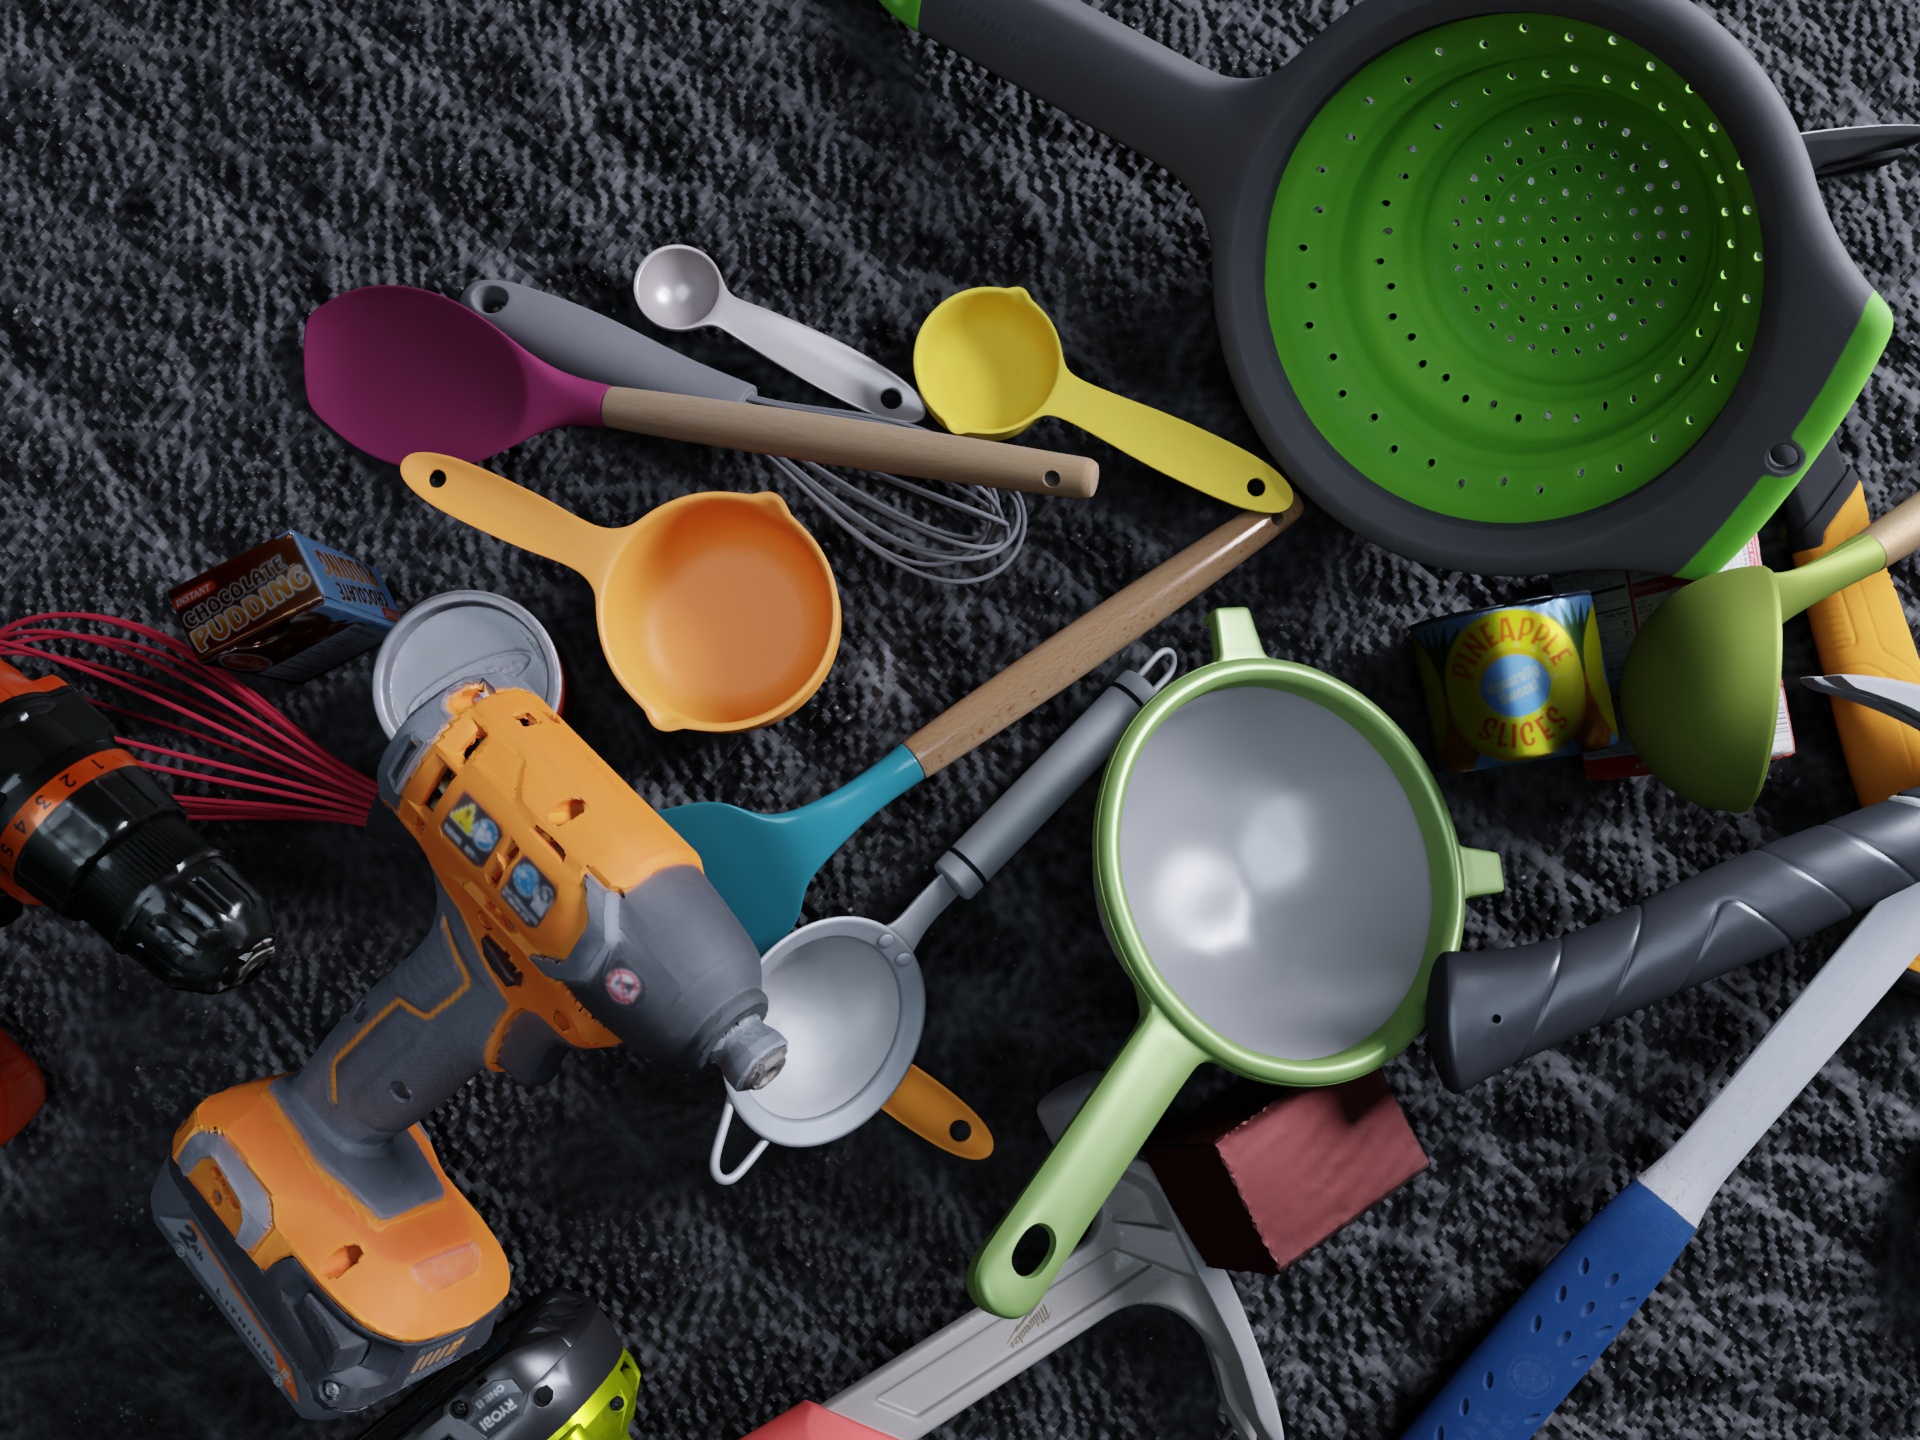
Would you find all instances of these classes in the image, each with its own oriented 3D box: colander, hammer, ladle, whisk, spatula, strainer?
[{"bbox_3d":[0.138,-0.207,0.589,0.397,0.204,0.094,36,42,18],"label":"colander"},{"bbox_3d":[0.347,0.032,0.534,0.409,0.036,0.149,-24,86,1],"label":"hammer"},{"bbox_3d":[0.340,-0.063,0.550,0.320,0.062,0.078,-27,132,-24],"label":"ladle"},{"bbox_3d":[-0.235,0.026,0.593,0.296,0.073,0.073,20,87,-4],"label":"whisk"},{"bbox_3d":[-0.001,-0.002,0.595,0.317,0.044,0.082,-34,105,-13],"label":"spatula"},{"bbox_3d":[-0.006,0.063,0.592,0.258,0.050,0.086,-45,125,-12],"label":"strainer"},{"bbox_3d":[0.345,-0.059,0.610,0.127,0.034,0.337,-14,87,0],"label":"hammer"},{"bbox_3d":[0.258,0.162,0.577,0.144,0.035,0.405,39,93,5],"label":"hammer"},{"bbox_3d":[-0.086,-0.115,0.609,0.239,0.055,0.055,24,87,5],"label":"whisk"},{"bbox_3d":[0.073,0.094,0.556,0.151,0.069,0.256,43,65,-7],"label":"strainer"},{"bbox_3d":[-0.061,0.264,0.527,0.359,0.036,0.149,-24,84,-23],"label":"hammer"}]

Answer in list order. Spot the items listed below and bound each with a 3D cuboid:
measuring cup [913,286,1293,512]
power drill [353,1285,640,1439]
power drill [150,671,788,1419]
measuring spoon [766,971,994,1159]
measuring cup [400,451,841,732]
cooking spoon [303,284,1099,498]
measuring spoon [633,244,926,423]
[{"bbox_3d":[0.055,-0.115,0.617,0.156,0.029,0.062,25,87,-1],"label":"measuring cup"},{"bbox_3d":[-0.134,0.342,0.564,0.190,0.080,0.228,-38,90,-3],"label":"power drill"},{"bbox_3d":[-0.160,0.120,0.528,0.164,0.084,0.226,41,107,20],"label":"power drill"},{"bbox_3d":[-0.036,0.132,0.611,0.117,0.011,0.021,36,82,-2],"label":"measuring spoon"},{"bbox_3d":[-0.126,-0.056,0.600,0.173,0.052,0.095,25,87,3],"label":"measuring cup"},{"bbox_3d":[-0.105,-0.111,0.583,0.319,0.017,0.068,11,109,15],"label":"cooking spoon"},{"bbox_3d":[-0.070,-0.147,0.626,0.124,0.018,0.034,27,82,-5],"label":"measuring spoon"}]
